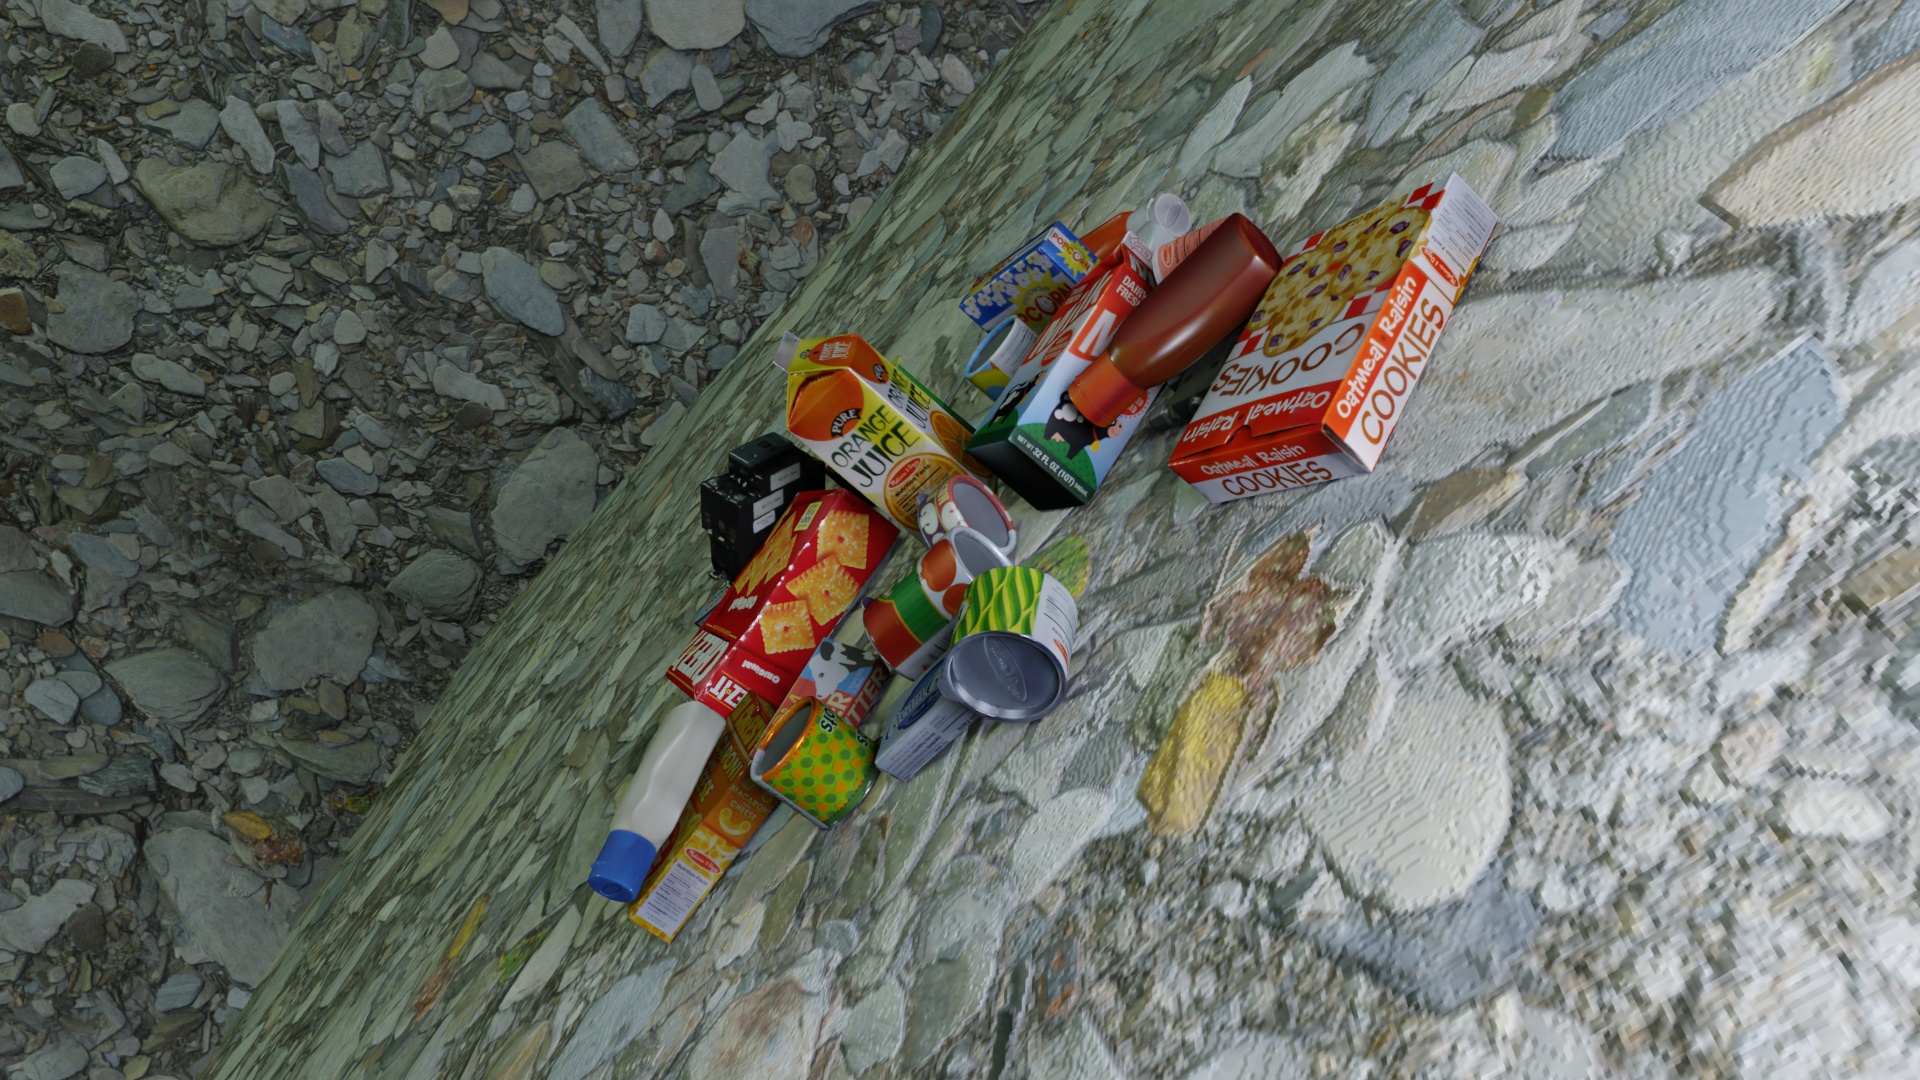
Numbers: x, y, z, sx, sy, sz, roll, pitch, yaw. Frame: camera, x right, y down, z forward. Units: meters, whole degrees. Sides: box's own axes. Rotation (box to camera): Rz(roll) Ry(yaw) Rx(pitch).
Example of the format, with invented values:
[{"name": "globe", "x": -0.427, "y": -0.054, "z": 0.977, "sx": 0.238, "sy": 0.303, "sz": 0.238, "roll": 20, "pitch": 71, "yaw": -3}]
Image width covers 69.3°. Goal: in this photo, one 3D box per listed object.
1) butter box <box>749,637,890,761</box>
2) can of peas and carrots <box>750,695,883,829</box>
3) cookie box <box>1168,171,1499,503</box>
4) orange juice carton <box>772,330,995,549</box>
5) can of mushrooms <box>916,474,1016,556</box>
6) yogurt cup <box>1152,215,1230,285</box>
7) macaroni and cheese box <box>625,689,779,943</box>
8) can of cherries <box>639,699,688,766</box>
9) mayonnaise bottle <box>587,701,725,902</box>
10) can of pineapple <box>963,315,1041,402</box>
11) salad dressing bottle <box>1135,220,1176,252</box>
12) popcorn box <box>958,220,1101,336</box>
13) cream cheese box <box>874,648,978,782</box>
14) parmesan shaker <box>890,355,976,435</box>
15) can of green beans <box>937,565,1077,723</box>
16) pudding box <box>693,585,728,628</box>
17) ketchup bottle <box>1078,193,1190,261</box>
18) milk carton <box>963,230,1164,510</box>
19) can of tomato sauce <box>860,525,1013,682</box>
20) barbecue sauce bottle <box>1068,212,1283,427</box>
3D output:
[{"name": "butter box", "x": -0.097, "y": 0.120, "z": 0.966, "sx": 0.053, "sy": 0.024, "sz": 0.104, "roll": 14, "pitch": 60, "yaw": 32}, {"name": "can of peas and carrots", "x": -0.091, "y": 0.140, "z": 0.892, "sx": 0.070, "sy": 0.058, "sz": 0.071, "roll": -44, "pitch": 19, "yaw": 20}, {"name": "cookie box", "x": 0.190, "y": -0.101, "z": 0.719, "sx": 0.168, "sy": 0.040, "sz": 0.122, "roll": -58, "pitch": 19, "yaw": -21}, {"name": "orange juice carton", "x": -0.065, "y": -0.086, "z": 1.061, "sx": 0.073, "sy": 0.192, "sz": 0.072, "roll": -43, "pitch": 18, "yaw": 22}, {"name": "can of mushrooms", "x": 0.003, "y": -0.012, "z": 0.947, "sx": 0.033, "sy": 0.071, "sz": 0.071, "roll": -39, "pitch": 21, "yaw": 29}, {"name": "yogurt cup", "x": 0.164, "y": -0.171, "z": 0.889, "sx": 0.053, "sy": 0.072, "sz": 0.073, "roll": -28, "pitch": 27, "yaw": 33}, {"name": "macaroni and cheese box", "x": -0.185, "y": 0.199, "z": 1.034, "sx": 0.166, "sy": 0.040, "sz": 0.124, "roll": -52, "pitch": 18, "yaw": -5}, {"name": "can of cherries", "x": -0.217, "y": 0.173, "z": 1.136, "sx": 0.071, "sy": 0.058, "sz": 0.072, "roll": -46, "pitch": 18, "yaw": 19}, {"name": "mayonnaise bottle", "x": -0.222, "y": 0.189, "z": 1.010, "sx": 0.064, "sy": 0.041, "sz": 0.149, "roll": -34, "pitch": 26, "yaw": 45}, {"name": "can of pineapple", "x": 0.044, "y": -0.139, "z": 1.123, "sx": 0.071, "sy": 0.058, "sz": 0.071, "roll": -45, "pitch": 18, "yaw": 19}, {"name": "salad dressing bottle", "x": 0.111, "y": -0.172, "z": 1.052, "sx": 0.147, "sy": 0.044, "sz": 0.064, "roll": -48, "pitch": 19, "yaw": 11}, {"name": "popcorn box", "x": 0.068, "y": -0.199, "z": 1.139, "sx": 0.126, "sy": 0.085, "sz": 0.038, "roll": -24, "pitch": 31, "yaw": 56}, {"name": "cream cheese box", "x": -0.010, "y": 0.095, "z": 0.825, "sx": 0.103, "sy": 0.024, "sz": 0.054, "roll": -46, "pitch": 18, "yaw": 34}, {"name": "parmesan shaker", "x": -0.034, "y": -0.093, "z": 1.145, "sx": 0.071, "sy": 0.103, "sz": 0.071, "roll": -45, "pitch": 19, "yaw": 20}, {"name": "can of green beans", "x": 0.028, "y": 0.056, "z": 0.756, "sx": 0.071, "sy": 0.071, "sz": 0.058, "roll": -39, "pitch": 20, "yaw": 33}, {"name": "pudding box", "x": -0.217, "y": 0.069, "z": 1.359, "sx": 0.083, "sy": 0.049, "sz": 0.030, "roll": -36, "pitch": 25, "yaw": 41}, {"name": "ketchup bottle", "x": 0.128, "y": -0.241, "z": 1.145, "sx": 0.148, "sy": 0.043, "sz": 0.065, "roll": -21, "pitch": 35, "yaw": 58}, {"name": "milk carton", "x": 0.091, "y": -0.118, "z": 0.940, "sx": 0.191, "sy": 0.072, "sz": 0.073, "roll": -56, "pitch": 18, "yaw": -16}, {"name": "can of tomato sauce", "x": -0.011, "y": 0.039, "z": 0.882, "sx": 0.083, "sy": 0.071, "sz": 0.071, "roll": -42, "pitch": 19, "yaw": 23}, {"name": "barbecue sauce bottle", "x": 0.128, "y": -0.129, "z": 0.845, "sx": 0.148, "sy": 0.043, "sz": 0.065, "roll": -42, "pitch": 30, "yaw": 27}]
